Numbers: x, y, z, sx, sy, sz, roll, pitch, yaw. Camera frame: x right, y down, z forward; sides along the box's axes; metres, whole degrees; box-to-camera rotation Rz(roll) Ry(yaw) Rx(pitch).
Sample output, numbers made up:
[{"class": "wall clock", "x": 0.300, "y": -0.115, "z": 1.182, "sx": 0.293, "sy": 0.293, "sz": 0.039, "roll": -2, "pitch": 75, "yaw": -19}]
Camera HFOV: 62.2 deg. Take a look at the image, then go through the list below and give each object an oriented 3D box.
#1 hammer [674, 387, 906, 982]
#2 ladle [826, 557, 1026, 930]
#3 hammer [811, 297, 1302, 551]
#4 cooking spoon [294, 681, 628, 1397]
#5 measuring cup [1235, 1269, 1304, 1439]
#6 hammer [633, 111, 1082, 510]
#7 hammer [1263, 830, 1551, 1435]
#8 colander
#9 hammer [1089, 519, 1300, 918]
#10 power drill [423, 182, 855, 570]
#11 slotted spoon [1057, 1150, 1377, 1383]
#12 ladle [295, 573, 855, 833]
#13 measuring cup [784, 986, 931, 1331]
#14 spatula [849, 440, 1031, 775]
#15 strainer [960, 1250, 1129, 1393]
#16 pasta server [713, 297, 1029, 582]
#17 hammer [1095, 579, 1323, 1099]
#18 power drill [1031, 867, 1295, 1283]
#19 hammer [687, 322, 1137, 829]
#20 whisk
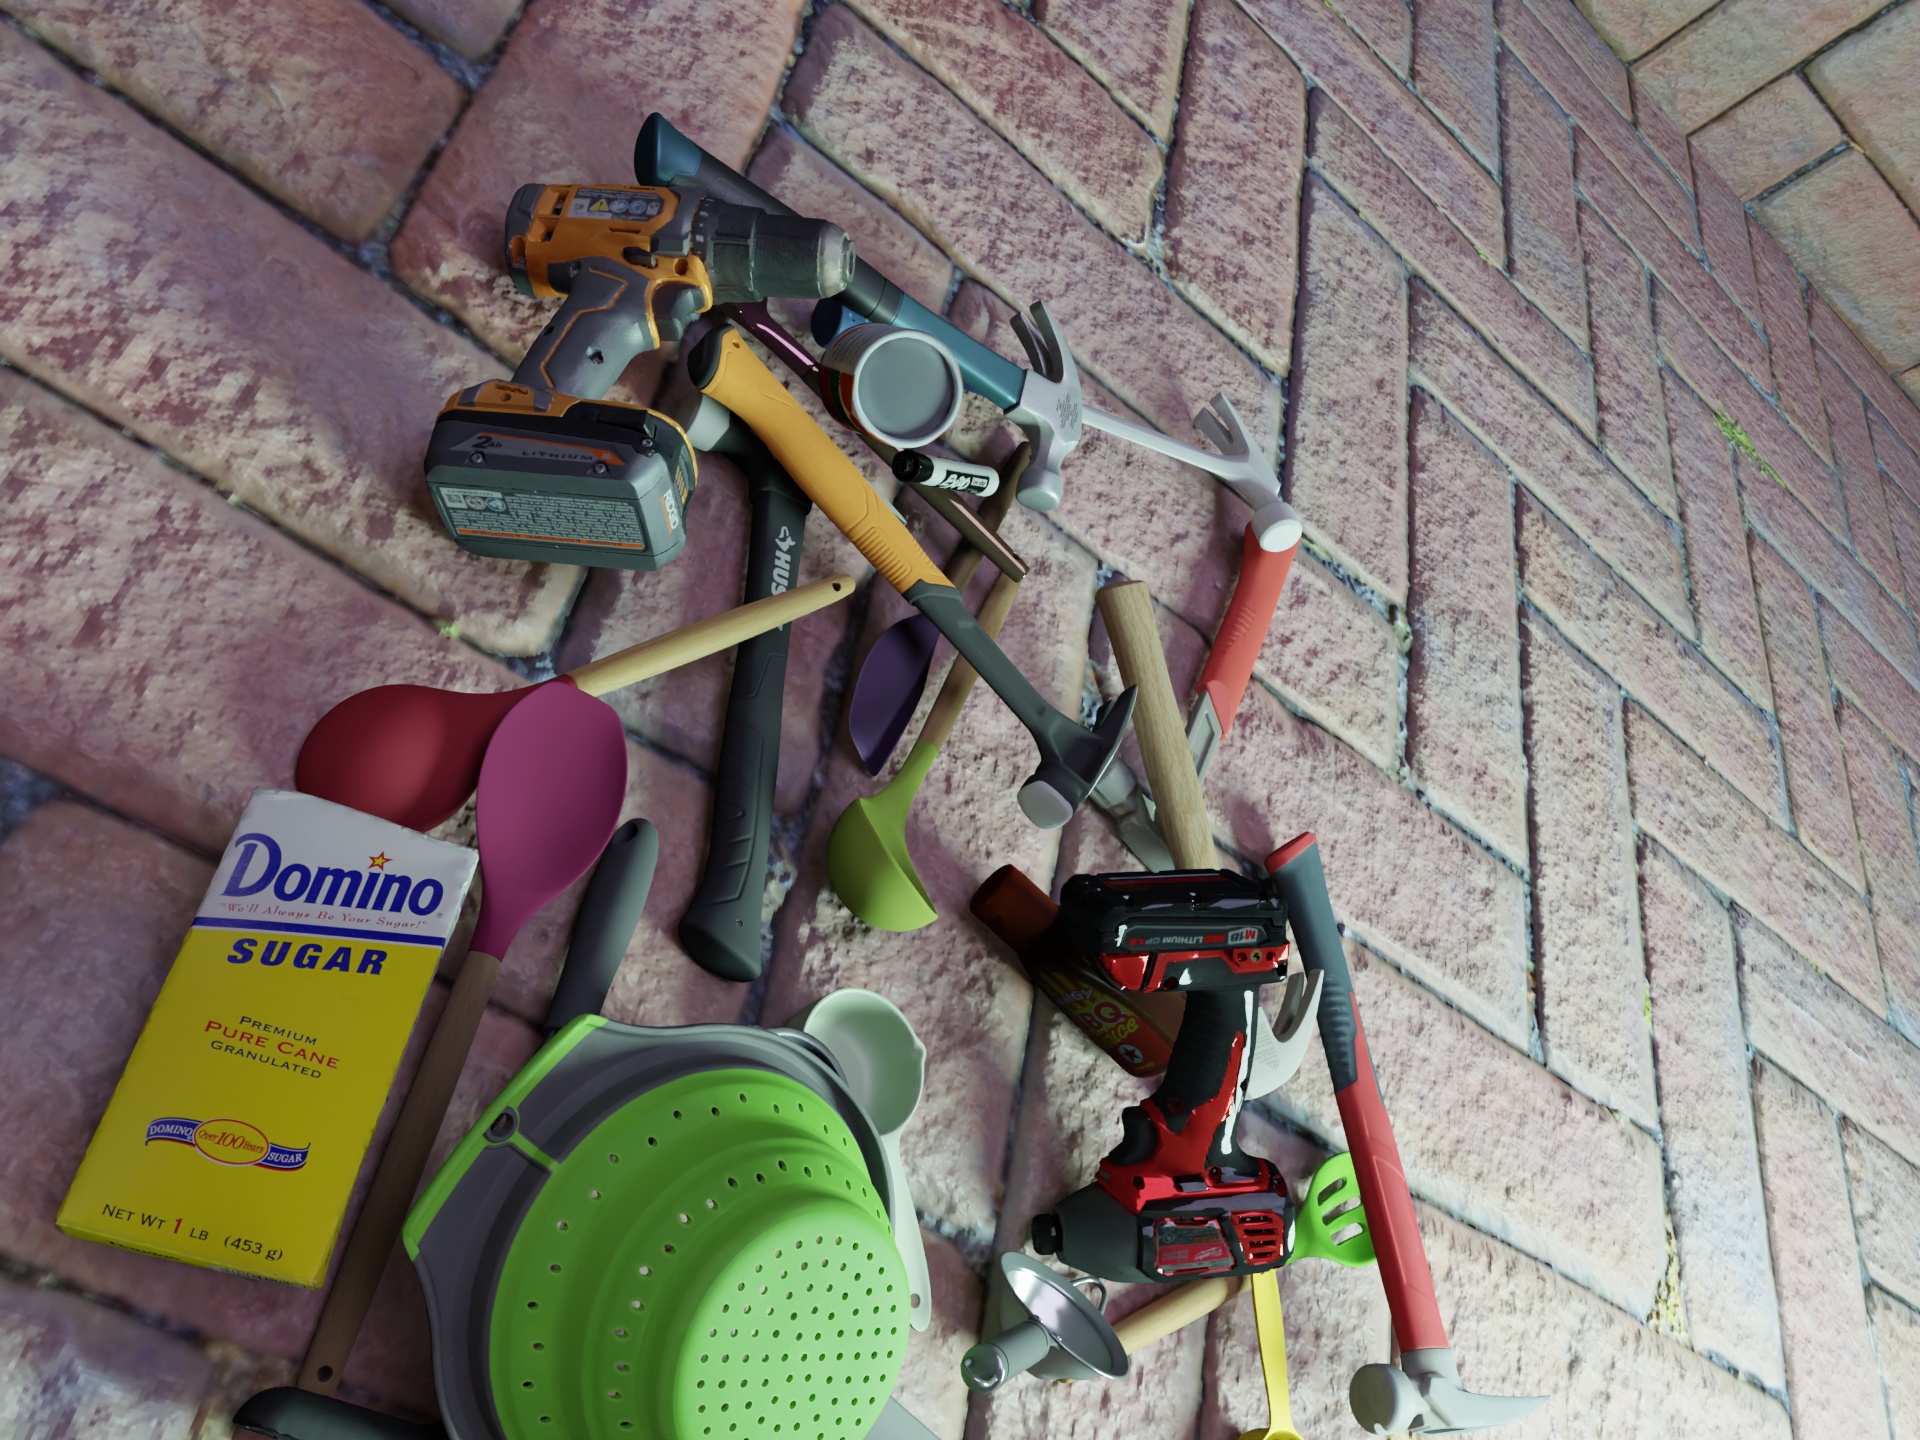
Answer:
[{"class": "hammer", "x": -0.105, "y": -0.020, "z": 0.866, "sx": 0.146, "sy": 0.035, "sz": 0.335, "roll": 23, "pitch": 55, "yaw": -32}, {"class": "ladle", "x": -0.001, "y": -0.003, "z": 0.939, "sx": 0.078, "sy": 0.062, "sz": 0.320, "roll": 57, "pitch": 38, "yaw": -28}, {"class": "hammer", "x": 0.075, "y": -0.224, "z": 1.125, "sx": 0.405, "sy": 0.035, "sz": 0.144, "roll": 12, "pitch": 46, "yaw": -35}, {"class": "cooking spoon", "x": -0.212, "y": 0.124, "z": 0.675, "sx": 0.068, "sy": 0.017, "sz": 0.319, "roll": 30, "pitch": 58, "yaw": -27}, {"class": "measuring cup", "x": 0.170, "y": 0.380, "z": 0.907, "sx": 0.062, "sy": 0.029, "sz": 0.157, "roll": 17, "pitch": 61, "yaw": -37}, {"class": "hammer", "x": -0.053, "y": -0.259, "z": 0.974, "sx": 0.330, "sy": 0.033, "sz": 0.128, "roll": 28, "pitch": 63, "yaw": -29}, {"class": "hammer", "x": 0.270, "y": 0.251, "z": 1.029, "sx": 0.143, "sy": 0.038, "sz": 0.387, "roll": 14, "pitch": 52, "yaw": -31}, {"class": "colander", "x": -0.045, "y": 0.283, "z": 0.651, "sx": 0.204, "sy": 0.094, "sz": 0.396, "roll": -52, "pitch": 124, "yaw": -24}, {"class": "hammer", "x": 0.196, "y": -0.024, "z": 1.145, "sx": 0.149, "sy": 0.036, "sz": 0.359, "roll": 44, "pitch": 46, "yaw": -16}, {"class": "power drill", "x": -0.159, "y": -0.187, "z": 0.816, "sx": 0.185, "sy": 0.084, "sz": 0.226, "roll": 5, "pitch": 57, "yaw": 5}, {"class": "slotted spoon", "x": 0.165, "y": 0.325, "z": 0.940, "sx": 0.313, "sy": 0.031, "sz": 0.070, "roll": -8, "pitch": 74, "yaw": -43}, {"class": "ladle", "x": -0.170, "y": -0.023, "z": 0.781, "sx": 0.315, "sy": 0.031, "sz": 0.069, "roll": -26, "pitch": 91, "yaw": -40}, {"class": "measuring cup", "x": -0.048, "y": 0.219, "z": 0.792, "sx": 0.083, "sy": 0.038, "sz": 0.168, "roll": -2, "pitch": 72, "yaw": -43}, {"class": "spatula", "x": -0.006, "y": -0.088, "z": 1.000, "sx": 0.316, "sy": 0.018, "sz": 0.059, "roll": -63, "pitch": 141, "yaw": -43}, {"class": "strainer", "x": 0.032, "y": 0.294, "z": 0.754, "sx": 0.087, "sy": 0.050, "sz": 0.258, "roll": 40, "pitch": -3, "yaw": 20}, {"class": "pasta server", "x": -0.069, "y": -0.201, "z": 0.976, "sx": 0.316, "sy": 0.040, "sz": 0.060, "roll": 43, "pitch": 38, "yaw": -11}, {"class": "hammer", "x": 0.146, "y": 0.072, "z": 1.005, "sx": 0.130, "sy": 0.031, "sz": 0.331, "roll": -11, "pitch": 84, "yaw": -33}, {"class": "power drill", "x": 0.108, "y": 0.196, "z": 0.862, "sx": 0.143, "sy": 0.078, "sz": 0.219, "roll": -1, "pitch": 95, "yaw": -11}, {"class": "hammer", "x": -0.028, "y": -0.094, "z": 0.919, "sx": 0.336, "sy": 0.034, "sz": 0.127, "roll": 48, "pitch": 41, "yaw": -10}, {"class": "whisk", "x": -0.174, "y": 0.140, "z": 0.711, "sx": 0.055, "sy": 0.055, "sz": 0.239, "roll": 34, "pitch": 46, "yaw": -25}]
